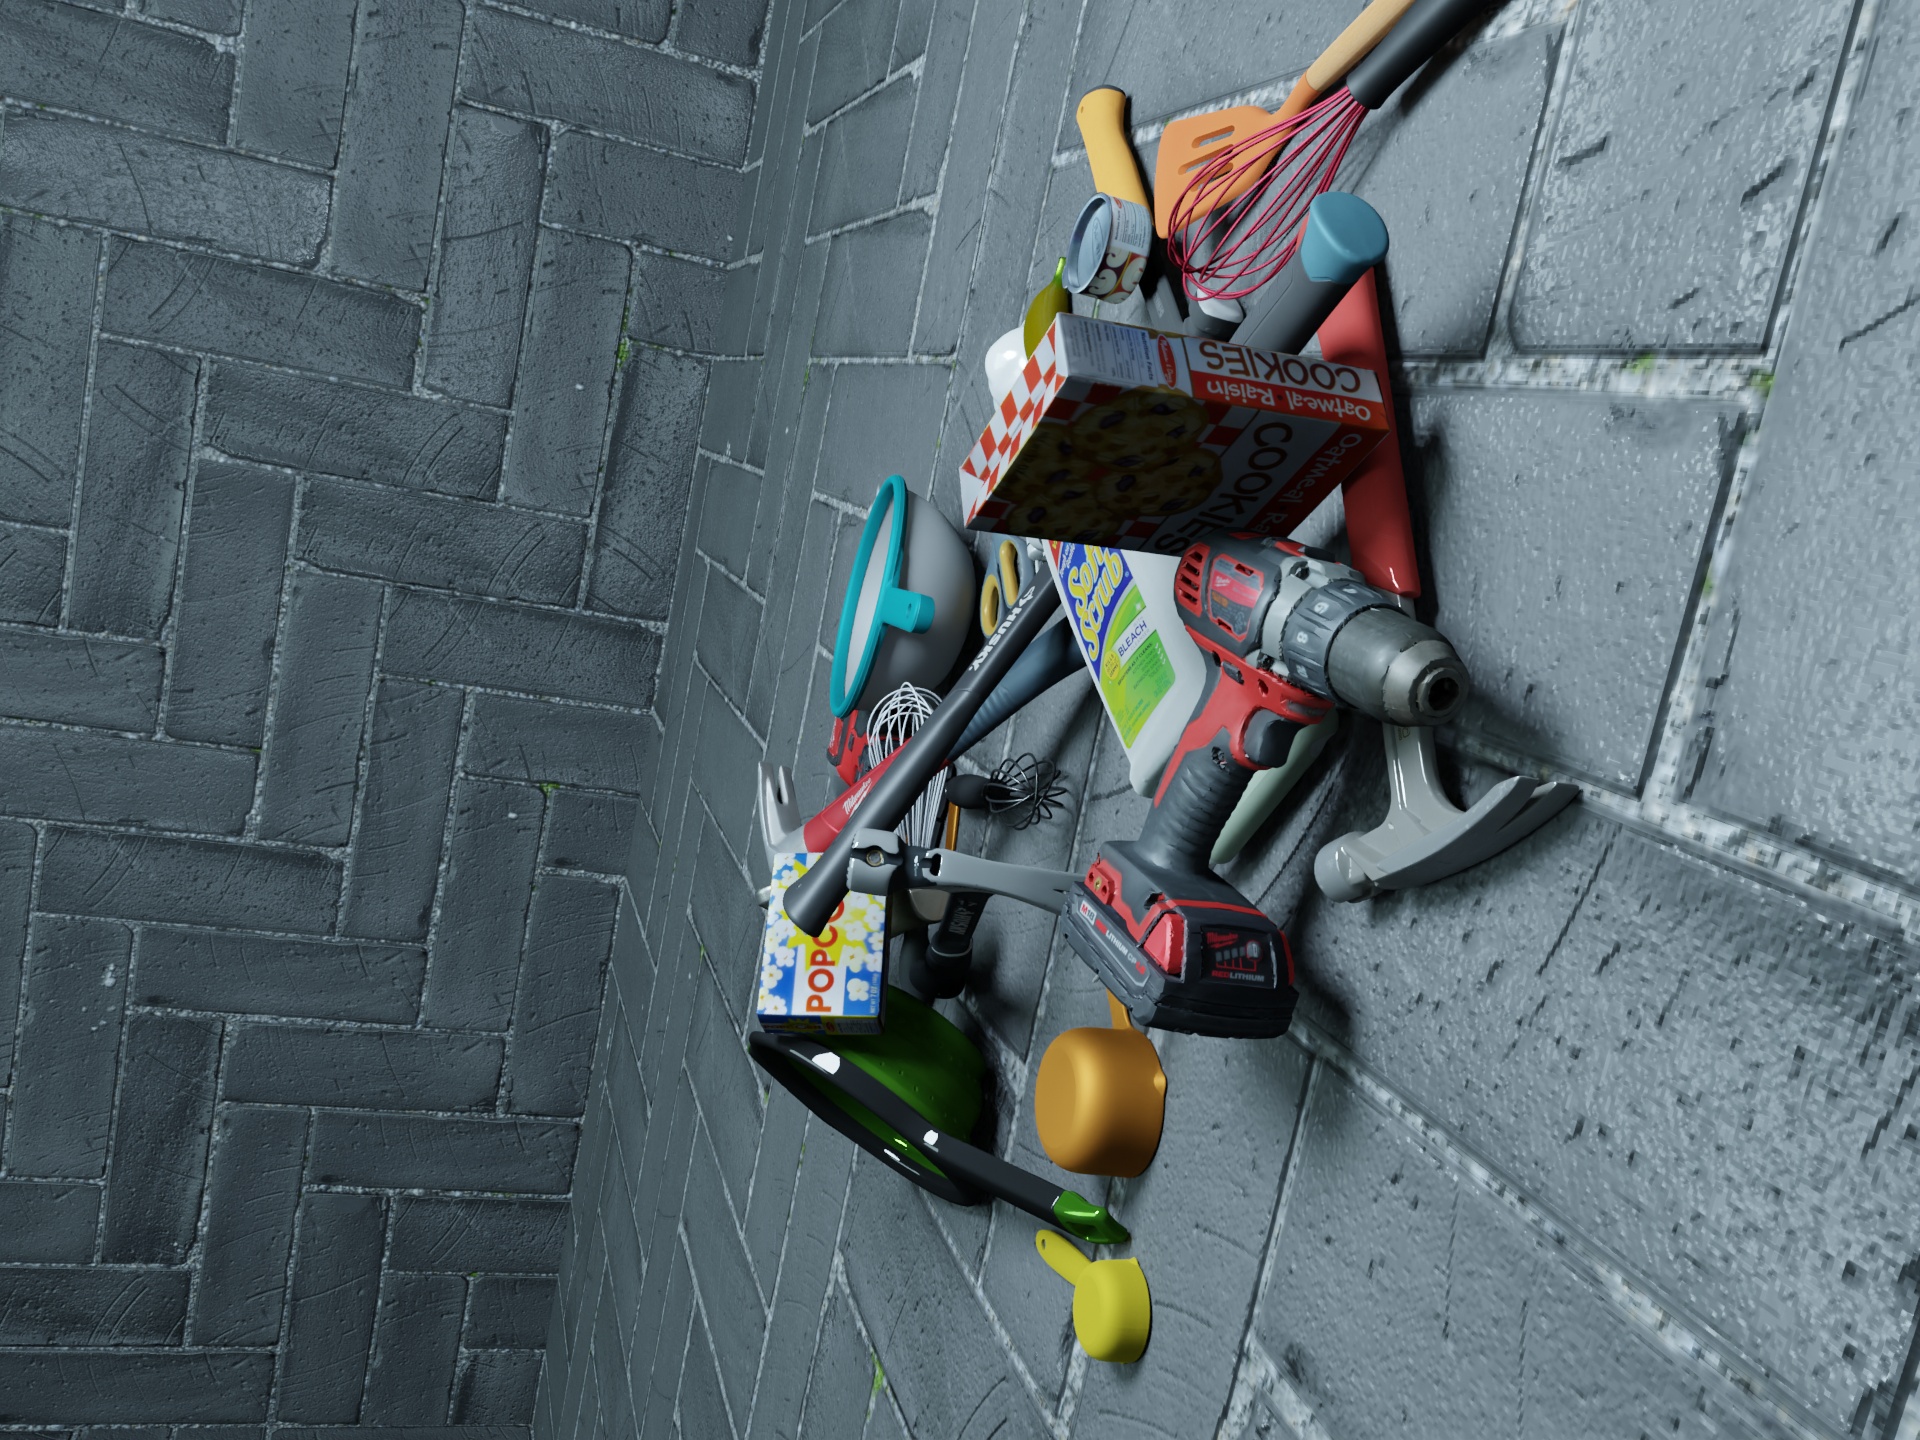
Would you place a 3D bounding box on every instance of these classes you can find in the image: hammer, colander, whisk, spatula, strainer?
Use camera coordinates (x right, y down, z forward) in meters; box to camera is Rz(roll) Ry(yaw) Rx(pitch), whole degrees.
[{"bbox_3d":[-0.020,0.005,1.146,0.386,0.038,0.143,-38,53,35],"label":"hammer"},{"bbox_3d":[0.001,0.144,1.061,0.408,0.149,0.036,101,178,-72],"label":"hammer"},{"bbox_3d":[-0.002,0.264,1.106,0.094,0.204,0.397,-52,28,-21],"label":"colander"},{"bbox_3d":[0.204,-0.101,0.758,0.149,0.036,0.359,134,140,-59],"label":"hammer"},{"bbox_3d":[0.135,0.073,0.874,0.059,0.058,0.246,48,133,20],"label":"whisk"},{"bbox_3d":[-0.002,-0.003,1.016,0.335,0.035,0.146,-53,24,-8],"label":"hammer"},{"bbox_3d":[0.201,-0.366,0.869,0.322,0.041,0.081,153,124,-66],"label":"spatula"},{"bbox_3d":[0.199,-0.318,0.836,0.295,0.073,0.073,-39,46,55],"label":"whisk"},{"bbox_3d":[-0.038,0.106,1.279,0.070,0.070,0.284,-130,36,-65],"label":"whisk"},{"bbox_3d":[0.142,-0.176,0.845,0.331,0.033,0.128,125,129,-72],"label":"hammer"},{"bbox_3d":[0.119,-0.330,1.098,0.127,0.034,0.337,120,152,-44],"label":"hammer"},{"bbox_3d":[-0.028,-0.088,1.289,0.340,0.095,0.211,-150,73,-76],"label":"strainer"},{"bbox_3d":[-0.089,0.183,1.331,0.410,0.038,0.146,-32,77,66],"label":"hammer"},{"bbox_3d":[0.025,0.052,1.191,0.239,0.055,0.055,173,105,-75],"label":"whisk"},{"bbox_3d":[0.050,-0.224,1.245,0.087,0.050,0.259,-35,52,46],"label":"strainer"}]

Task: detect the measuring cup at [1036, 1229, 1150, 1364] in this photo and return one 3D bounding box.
[{"bbox_3d":[0.068,0.341,0.969,0.156,0.029,0.062,-176,94,-69],"label":"measuring cup"}]

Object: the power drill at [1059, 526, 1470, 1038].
[{"bbox_3d":[0.138,0.033,0.733,0.188,0.080,0.226,43,120,62],"label":"power drill"}]

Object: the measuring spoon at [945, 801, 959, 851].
[{"bbox_3d":[-0.013,0.107,1.325,0.021,0.011,0.117,178,100,-70],"label":"measuring spoon"}]

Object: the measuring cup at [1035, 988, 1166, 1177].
[{"bbox_3d":[0.077,0.191,0.973,0.095,0.052,0.174,128,143,-55],"label":"measuring cup"}]

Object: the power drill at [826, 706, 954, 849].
[{"bbox_3d":[-0.076,0.049,1.440,0.220,0.078,0.143,-123,45,-66],"label":"power drill"}]
